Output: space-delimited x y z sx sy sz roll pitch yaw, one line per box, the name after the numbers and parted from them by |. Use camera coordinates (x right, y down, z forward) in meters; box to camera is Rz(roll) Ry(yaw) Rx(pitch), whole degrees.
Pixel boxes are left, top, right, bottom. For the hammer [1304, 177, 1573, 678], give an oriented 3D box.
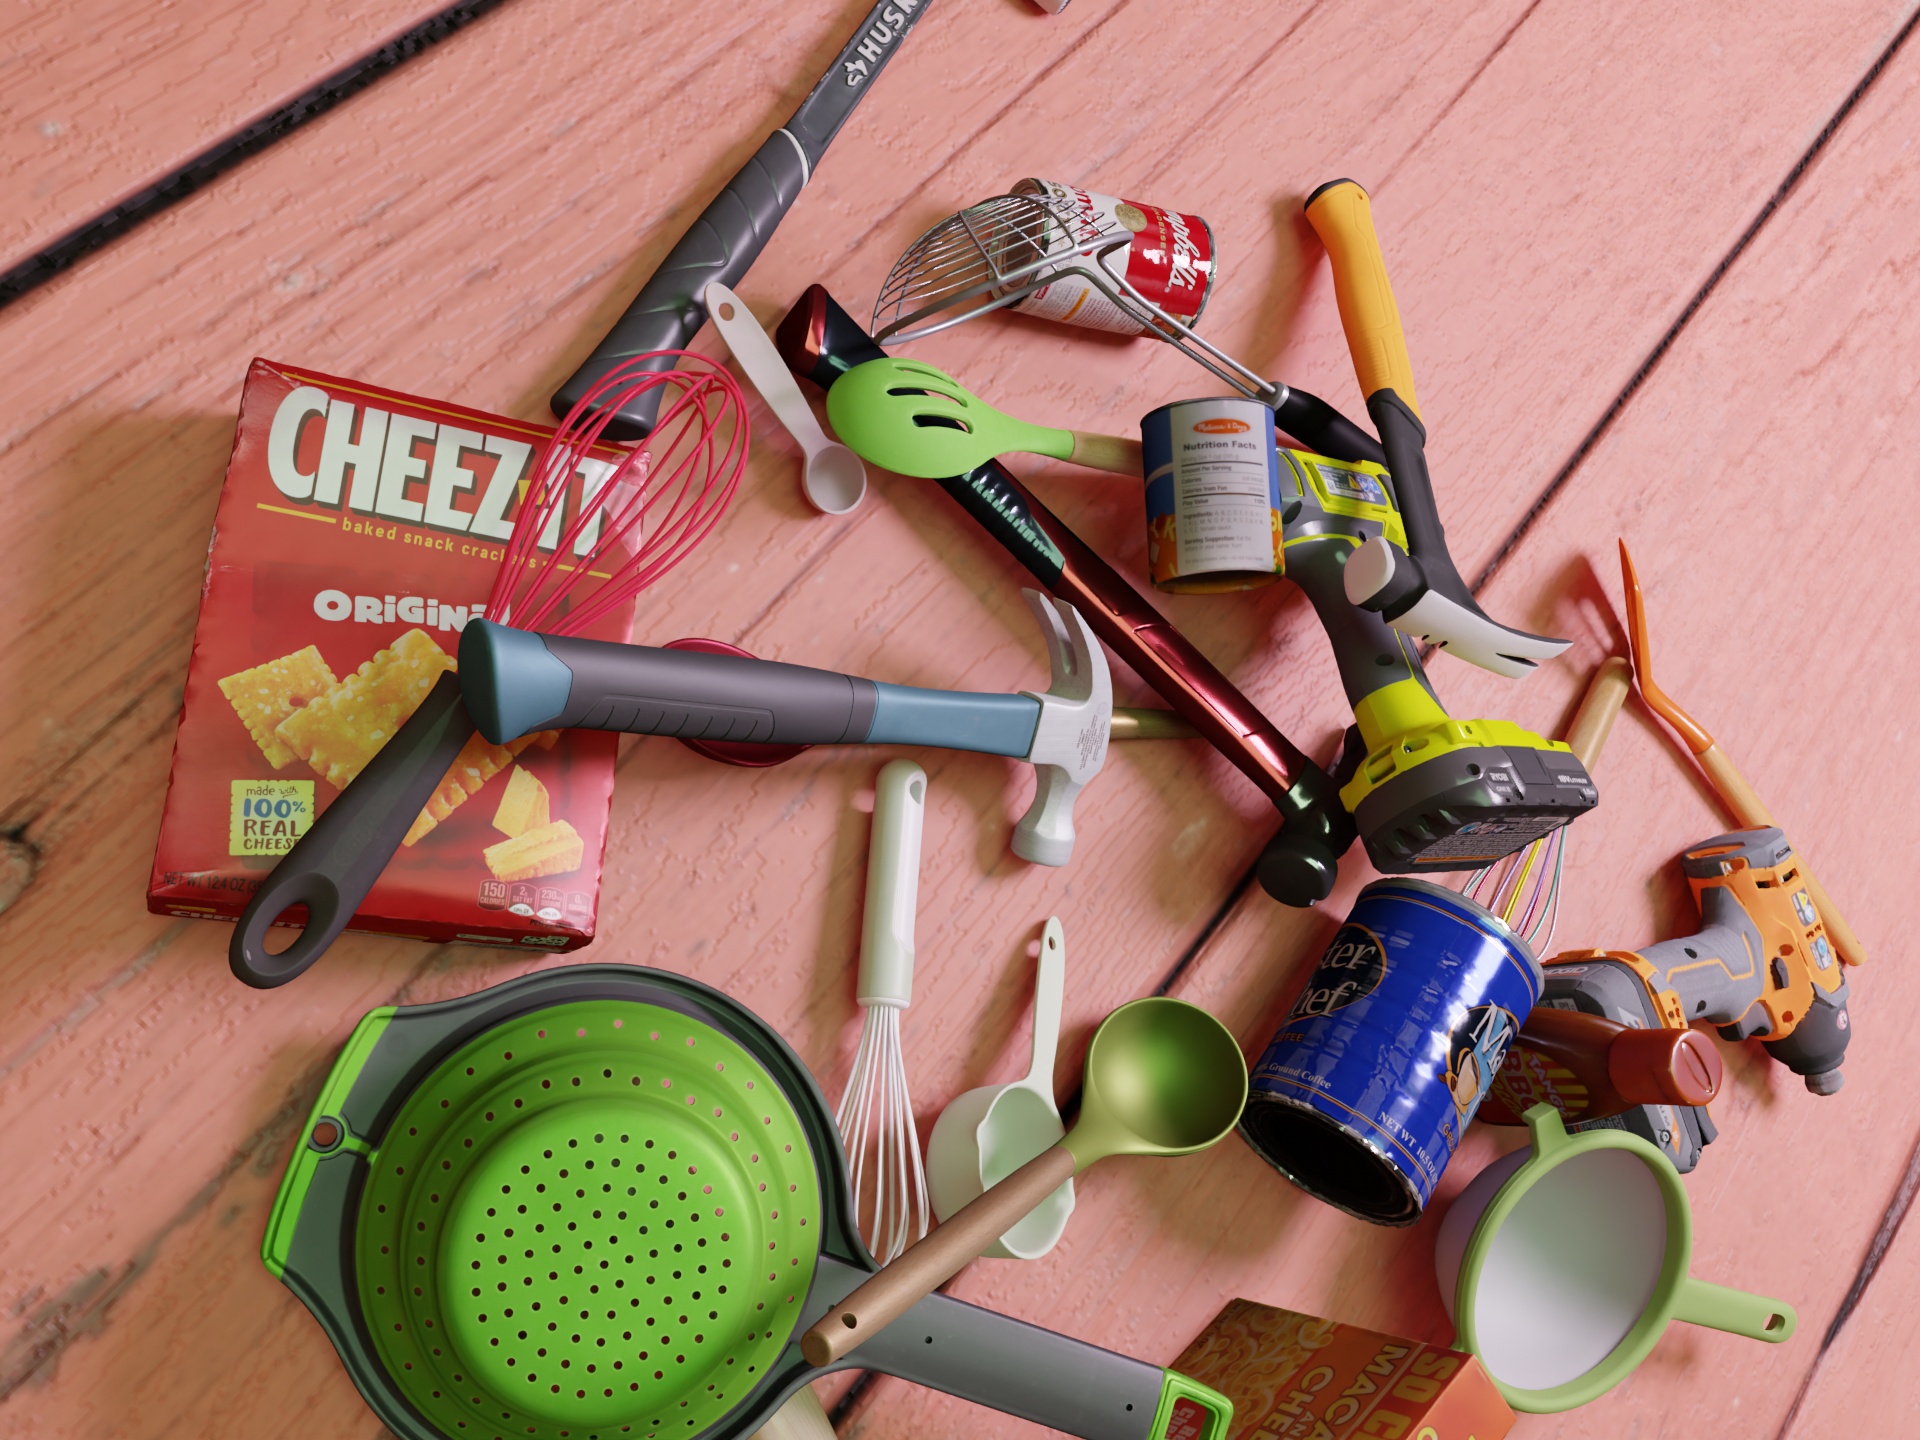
0.235 -0.173 0.852 0.127 0.034 0.337 20 49 -27 | hammer

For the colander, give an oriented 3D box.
-0.060 0.224 0.604 0.397 0.094 0.204 22 77 -11 | colander

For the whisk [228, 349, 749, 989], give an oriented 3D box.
-0.172 -0.027 0.597 0.073 0.073 0.296 38 70 -14 | whisk

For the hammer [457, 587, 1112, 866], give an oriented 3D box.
-0.052 -0.003 0.658 0.330 0.033 0.128 5 103 -45 | hammer

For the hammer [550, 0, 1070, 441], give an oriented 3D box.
-0.079 -0.297 0.793 0.149 0.036 0.409 36 66 -14 | hammer

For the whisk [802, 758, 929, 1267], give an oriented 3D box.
-0.035 0.135 0.714 0.057 0.059 0.246 34 55 -56 | whisk

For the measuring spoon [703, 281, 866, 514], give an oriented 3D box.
-0.087 -0.151 0.753 0.034 0.018 0.124 -44 113 -27 | measuring spoon

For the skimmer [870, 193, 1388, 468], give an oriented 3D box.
0.116 -0.164 0.811 0.363 0.127 0.090 21 68 -37 | skimmer

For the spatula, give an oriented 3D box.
0.484 0.030 0.990 0.322 0.041 0.081 50 28 -11 | spatula

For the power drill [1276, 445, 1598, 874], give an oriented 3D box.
0.233 -0.038 0.831 0.171 0.080 0.223 3 59 -40 | power drill

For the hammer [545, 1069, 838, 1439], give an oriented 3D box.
-0.053 0.321 0.670 0.146 0.038 0.410 -27 91 -29 | hammer

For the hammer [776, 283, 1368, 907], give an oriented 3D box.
0.066 -0.080 0.806 0.386 0.038 0.143 43 47 -7 | hammer

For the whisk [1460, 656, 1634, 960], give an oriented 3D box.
0.342 0.054 0.922 0.245 0.051 0.047 -54 125 -29 | whisk

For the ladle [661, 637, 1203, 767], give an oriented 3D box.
-0.001 -0.002 0.770 0.315 0.031 0.069 2 54 -28 | ladle

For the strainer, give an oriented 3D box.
0.344 0.290 0.849 0.256 0.069 0.151 21 91 -27 | strainer

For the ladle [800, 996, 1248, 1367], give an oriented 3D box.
0.036 0.182 0.651 0.078 0.062 0.320 44 23 18 | ladle

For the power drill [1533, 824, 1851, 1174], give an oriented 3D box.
0.427 0.173 0.912 0.226 0.084 0.164 -22 90 -32 | power drill

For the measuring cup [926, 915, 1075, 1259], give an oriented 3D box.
0.022 0.167 0.742 0.083 0.038 0.168 46 41 -38 | measuring cup

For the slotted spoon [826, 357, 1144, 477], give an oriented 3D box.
0.071 -0.137 0.802 0.313 0.031 0.070 2 57 -39 | slotted spoon
